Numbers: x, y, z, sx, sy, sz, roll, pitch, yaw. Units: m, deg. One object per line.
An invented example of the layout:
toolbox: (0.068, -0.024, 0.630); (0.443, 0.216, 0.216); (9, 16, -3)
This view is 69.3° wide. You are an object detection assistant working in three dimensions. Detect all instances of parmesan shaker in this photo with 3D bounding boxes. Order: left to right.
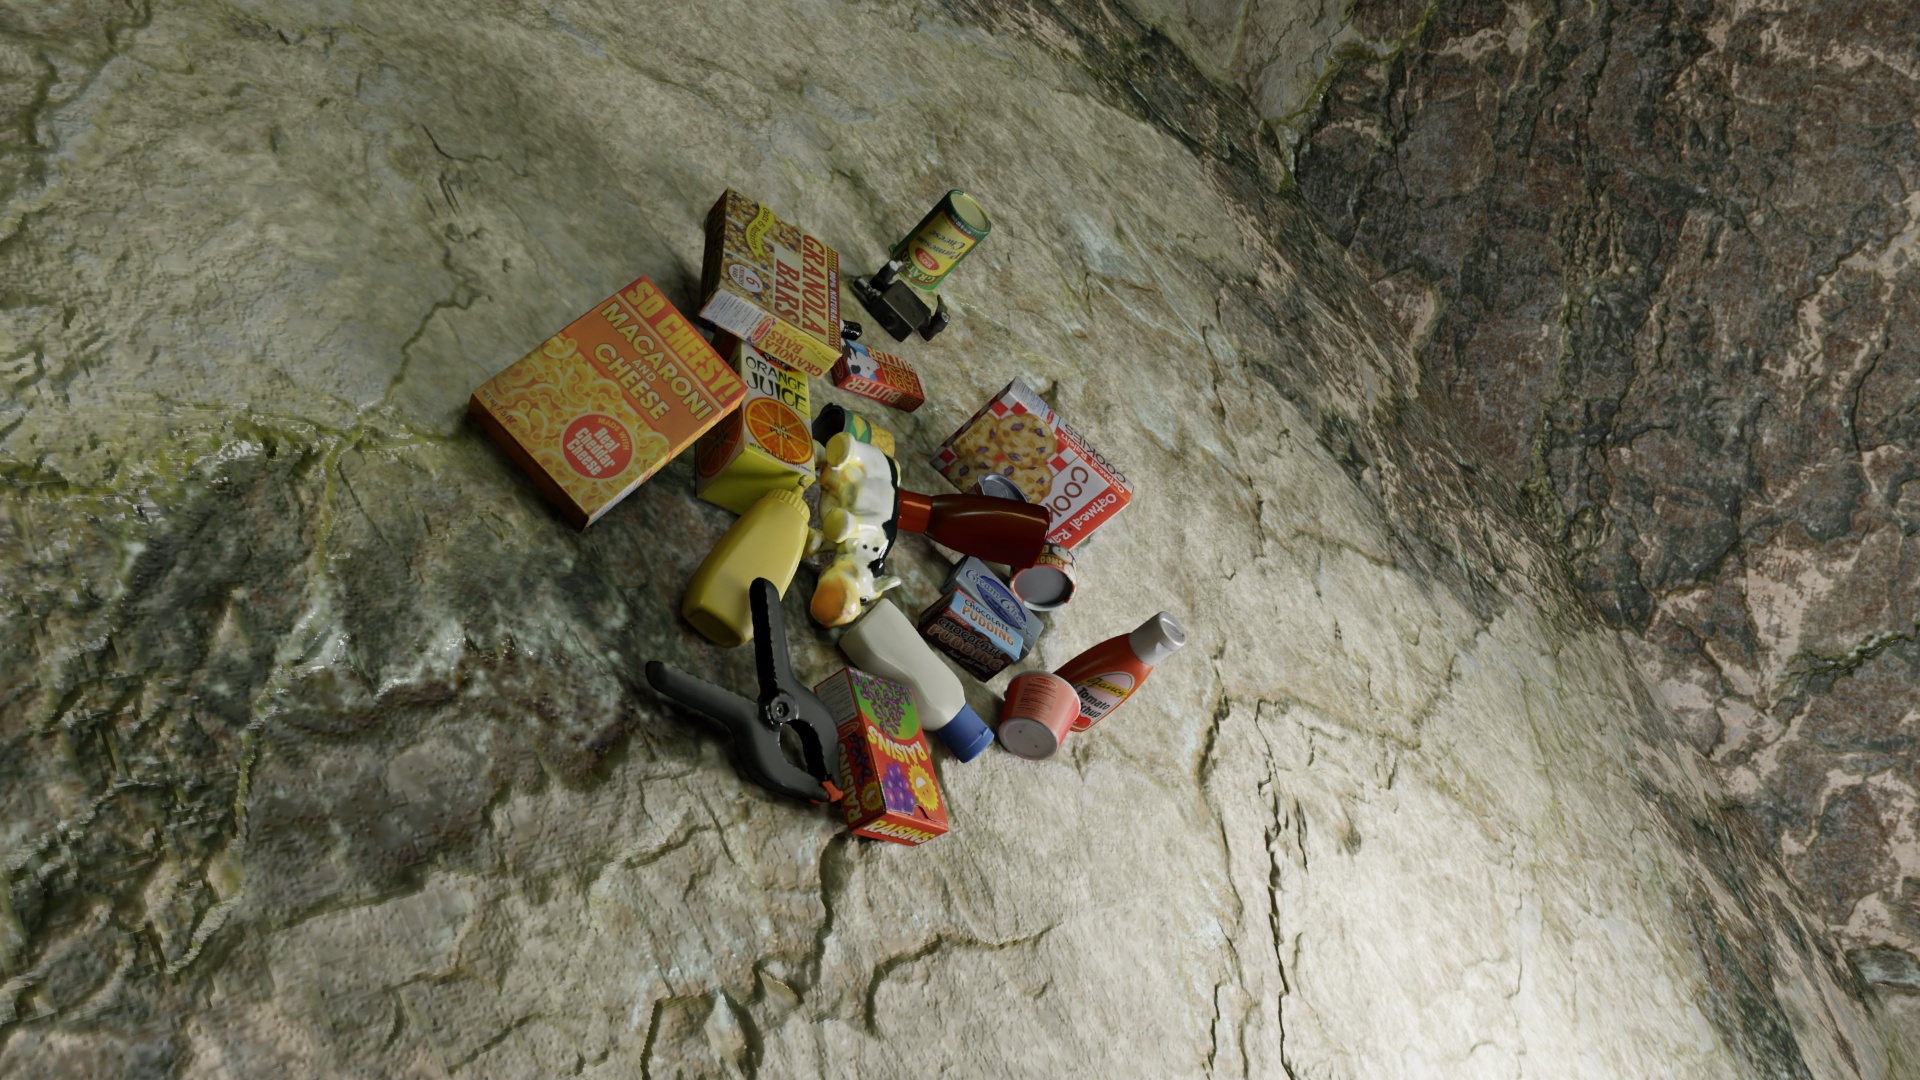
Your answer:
parmesan shaker: (-0.024, -0.345, 1.586); (0.071, 0.102, 0.072); (31, 37, -27)

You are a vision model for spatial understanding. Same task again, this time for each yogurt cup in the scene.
yogurt cup: (0.066, 0.156, 1.219); (0.072, 0.072, 0.054); (41, 41, -13)

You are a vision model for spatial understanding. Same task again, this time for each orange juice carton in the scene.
orange juice carton: (-0.178, -0.114, 1.192); (0.072, 0.072, 0.193); (25, 39, -34)

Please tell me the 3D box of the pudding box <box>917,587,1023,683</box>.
pudding box: (0.009, 0.084, 1.235); (0.083, 0.049, 0.030); (38, 35, -17)

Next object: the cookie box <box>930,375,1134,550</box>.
cookie box: (0.073, -0.067, 1.399); (0.167, 0.122, 0.040); (41, 34, -13)

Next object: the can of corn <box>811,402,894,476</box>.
can of corn: (-0.102, -0.083, 1.257); (0.058, 0.071, 0.071); (27, 39, -33)

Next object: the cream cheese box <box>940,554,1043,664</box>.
cream cheese box: (0.031, 0.063, 1.305); (0.104, 0.024, 0.053); (45, 31, -7)

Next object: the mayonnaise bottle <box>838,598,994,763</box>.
mayonnaise bottle: (-0.034, 0.120, 1.156); (0.148, 0.041, 0.065); (49, 34, -3)

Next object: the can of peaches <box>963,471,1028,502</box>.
can of peaches: (0.026, -0.026, 1.360); (0.071, 0.058, 0.071); (30, 37, -27)

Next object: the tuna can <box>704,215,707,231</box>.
tuna can: (-0.217, -0.309, 1.382); (0.071, 0.032, 0.071); (31, 37, -26)

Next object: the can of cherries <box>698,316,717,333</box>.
can of cherries: (-0.199, -0.211, 1.274); (0.058, 0.071, 0.072); (25, 40, -33)

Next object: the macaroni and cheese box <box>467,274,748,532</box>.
macaroni and cheese box: (-0.263, -0.106, 1.048); (0.123, 0.040, 0.167); (48, 60, -3)

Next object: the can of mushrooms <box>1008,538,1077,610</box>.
can of mushrooms: (0.080, 0.034, 1.354); (0.071, 0.070, 0.034); (35, 37, -22)

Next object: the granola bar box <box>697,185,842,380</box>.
granola bar box: (-0.166, -0.230, 1.229); (0.124, 0.039, 0.166); (28, 35, -28)

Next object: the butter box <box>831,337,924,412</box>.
butter box: (-0.085, -0.167, 1.403); (0.103, 0.024, 0.053); (14, 46, -43)

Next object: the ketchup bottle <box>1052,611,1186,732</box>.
ketchup bottle: (0.140, 0.117, 1.266); (0.064, 0.148, 0.044); (34, 34, -24)

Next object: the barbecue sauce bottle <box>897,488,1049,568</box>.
barbecue sauce bottle: (0.005, -0.016, 1.291); (0.149, 0.064, 0.044); (12, 37, -10)

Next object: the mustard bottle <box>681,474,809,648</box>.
mustard bottle: (-0.155, 0.008, 1.079); (0.065, 0.048, 0.161); (43, 51, -19)

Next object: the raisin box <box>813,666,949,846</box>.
raisin box: (-0.060, 0.166, 1.062); (0.086, 0.040, 0.124); (31, 35, -51)
